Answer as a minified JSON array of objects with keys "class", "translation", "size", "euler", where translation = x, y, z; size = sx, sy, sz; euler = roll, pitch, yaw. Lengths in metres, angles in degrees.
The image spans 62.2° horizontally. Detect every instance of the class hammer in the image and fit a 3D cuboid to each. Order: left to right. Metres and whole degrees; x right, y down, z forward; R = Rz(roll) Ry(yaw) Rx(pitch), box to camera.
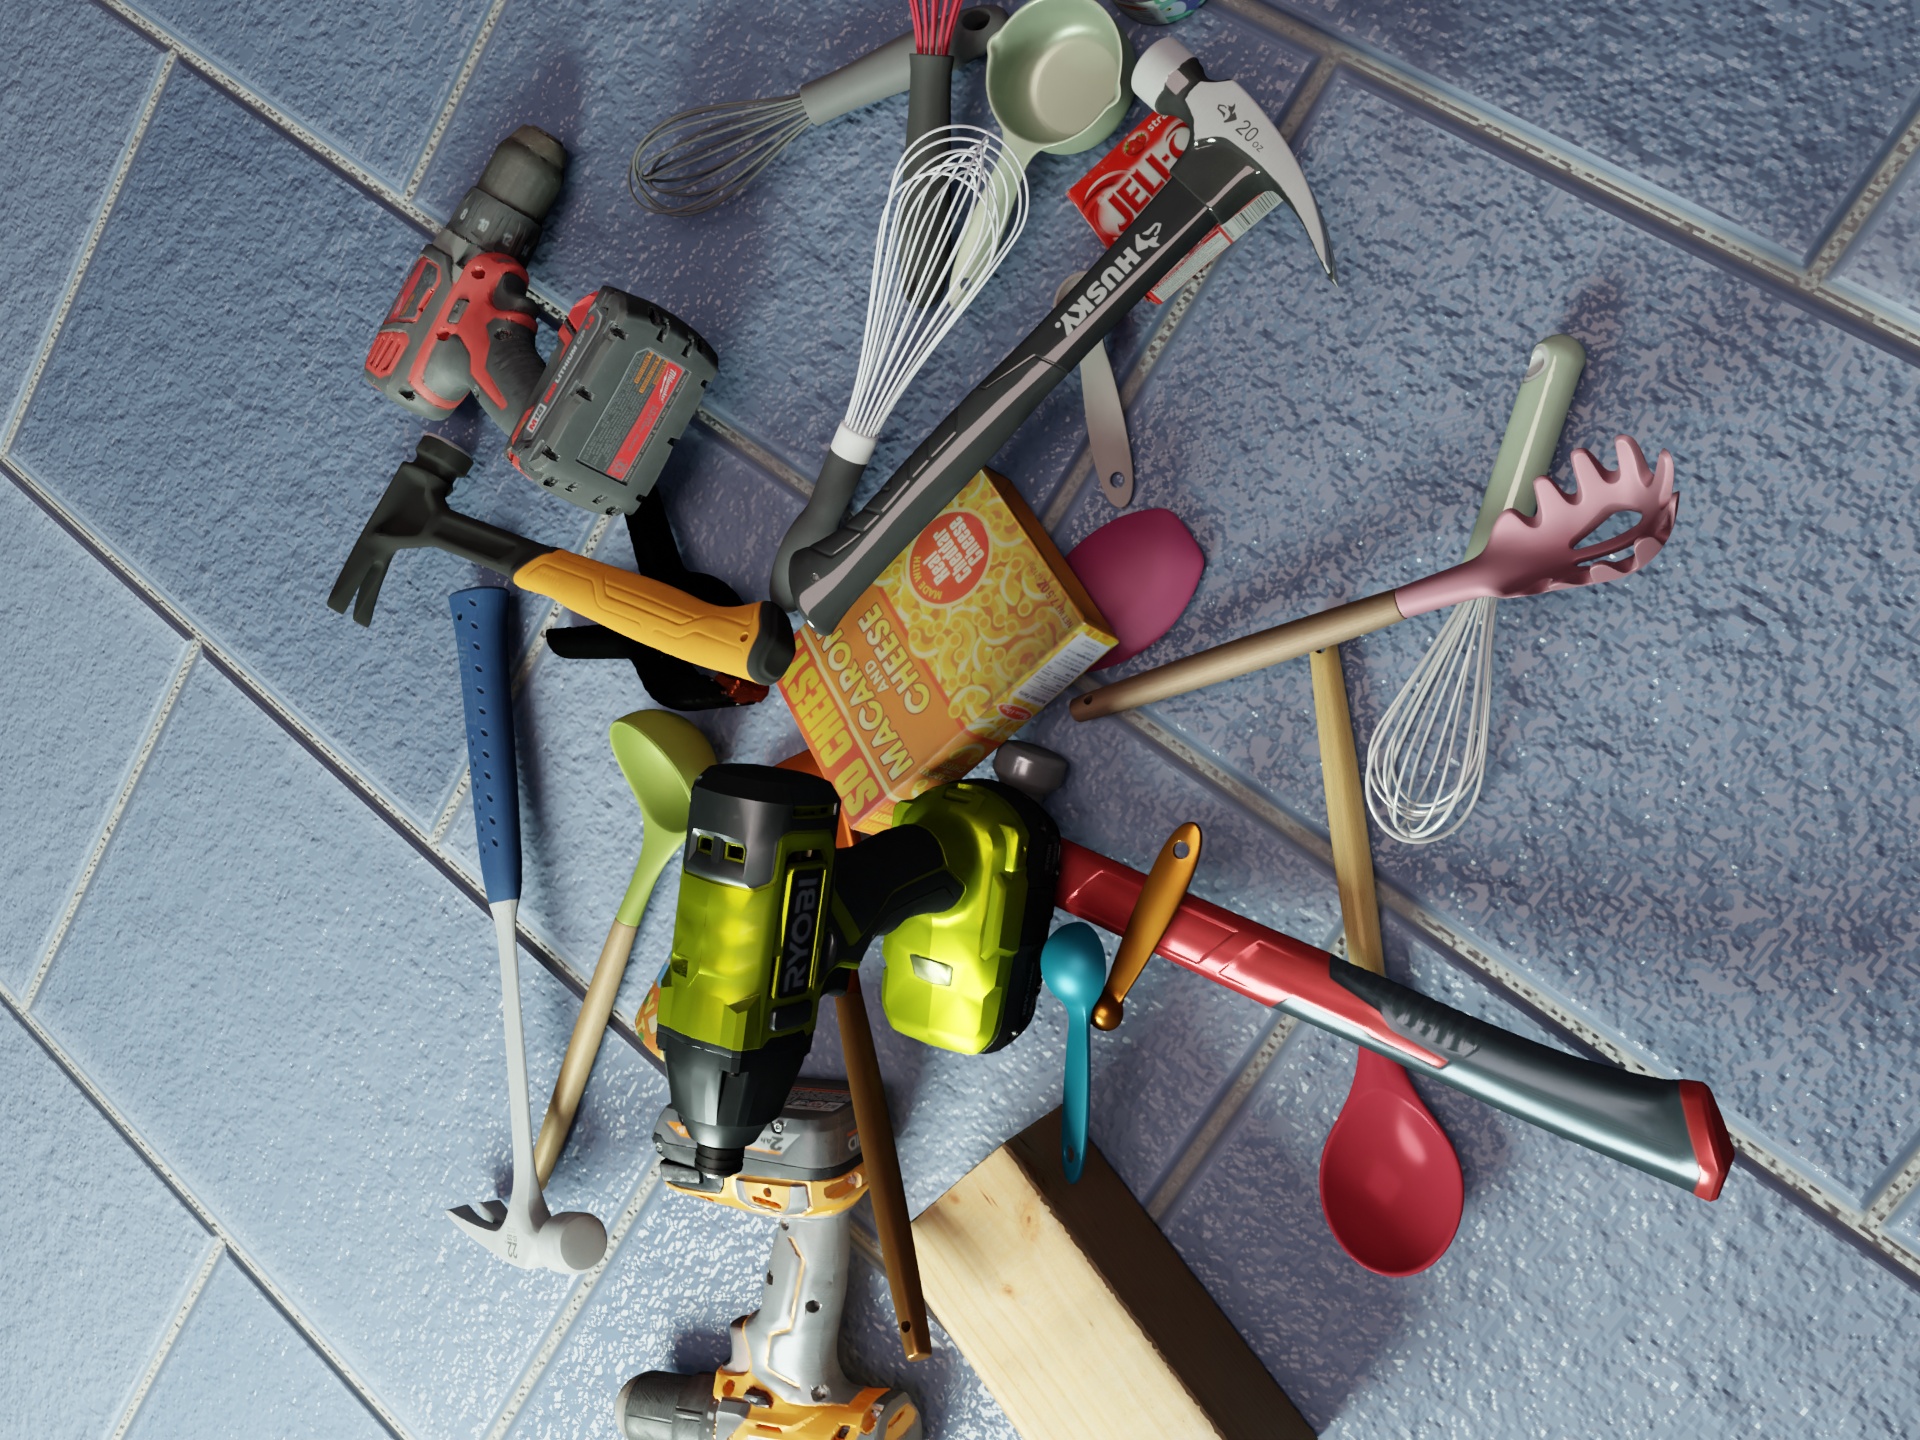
[{"class":"hammer","translation":[-0.280,0.122,0.965],"size":[0.144,0.035,0.405],"euler":[-15,79,47]},{"class":"hammer","translation":[-0.229,-0.075,0.907],"size":[0.337,0.034,0.127],"euler":[20,78,33]},{"class":"hammer","translation":[0.036,-0.167,0.793],"size":[0.334,0.035,0.146],"euler":[-45,70,14]},{"class":"hammer","translation":[0.159,0.139,0.757],"size":[0.386,0.038,0.143],"euler":[22,100,30]}]

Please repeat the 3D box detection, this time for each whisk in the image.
[{"class":"whisk","translation":[-0.082,-0.341,0.886],"size":[0.239,0.055,0.055],"euler":[-17,83,19]},{"class":"whisk","translation":[-0.043,-0.176,0.848],"size":[0.070,0.070,0.284],"euler":[37,117,20]},{"class":"whisk","translation":[-0.014,-0.362,0.816],"size":[0.073,0.073,0.295],"euler":[14,115,23]},{"class":"whisk","translation":[0.245,-0.060,0.744],"size":[0.059,0.058,0.246],"euler":[16,95,-11]}]

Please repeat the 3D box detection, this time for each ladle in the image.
[{"class":"ladle","translation":[-0.215,0.143,0.942],"size":[0.078,0.062,0.320],"euler":[30,105,35]},{"class":"ladle","translation":[0.194,0.106,0.773],"size":[0.069,0.031,0.315],"euler":[-9,85,26]}]

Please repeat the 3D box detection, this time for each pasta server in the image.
[{"class":"pasta server","translation":[0.177,-0.050,0.743],"size":[0.316,0.040,0.060],"euler":[-19,55,36]}]

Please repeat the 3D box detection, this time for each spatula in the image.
[{"class":"spatula","translation":[-0.060,0.165,0.827],"size":[0.081,0.041,0.323],"euler":[-30,55,22]}]

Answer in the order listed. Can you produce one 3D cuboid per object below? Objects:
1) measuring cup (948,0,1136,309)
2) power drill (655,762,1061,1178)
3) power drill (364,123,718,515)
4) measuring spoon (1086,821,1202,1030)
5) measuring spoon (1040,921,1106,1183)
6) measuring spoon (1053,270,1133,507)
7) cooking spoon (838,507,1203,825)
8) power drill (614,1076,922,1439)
[{"class":"measuring cup","translation":[0.037,-0.294,0.839],"size":[0.083,0.038,0.167],"euler":[32,109,21]},{"class":"power drill","translation":[-0.047,0.106,0.732],"size":[0.080,0.223,0.171],"euler":[11,96,32]},{"class":"power drill","translation":[-0.243,-0.238,0.928],"size":[0.227,0.080,0.188],"euler":[34,97,34]},{"class":"measuring spoon","translation":[0.088,0.101,0.772],"size":[0.021,0.011,0.117],"euler":[31,106,28]},{"class":"measuring spoon","translation":[0.050,0.163,0.779],"size":[0.042,0.021,0.128],"euler":[0,87,60]},{"class":"measuring spoon","translation":[0.075,-0.173,0.835],"size":[0.034,0.018,0.124],"euler":[-9,93,25]},{"class":"cooking spoon","translation":[-0.001,-0.003,0.864],"size":[0.319,0.017,0.069],"euler":[-39,72,19]},{"class":"power drill","translation":[-0.118,0.318,0.888],"size":[0.185,0.084,0.226],"euler":[-2,94,26]}]
